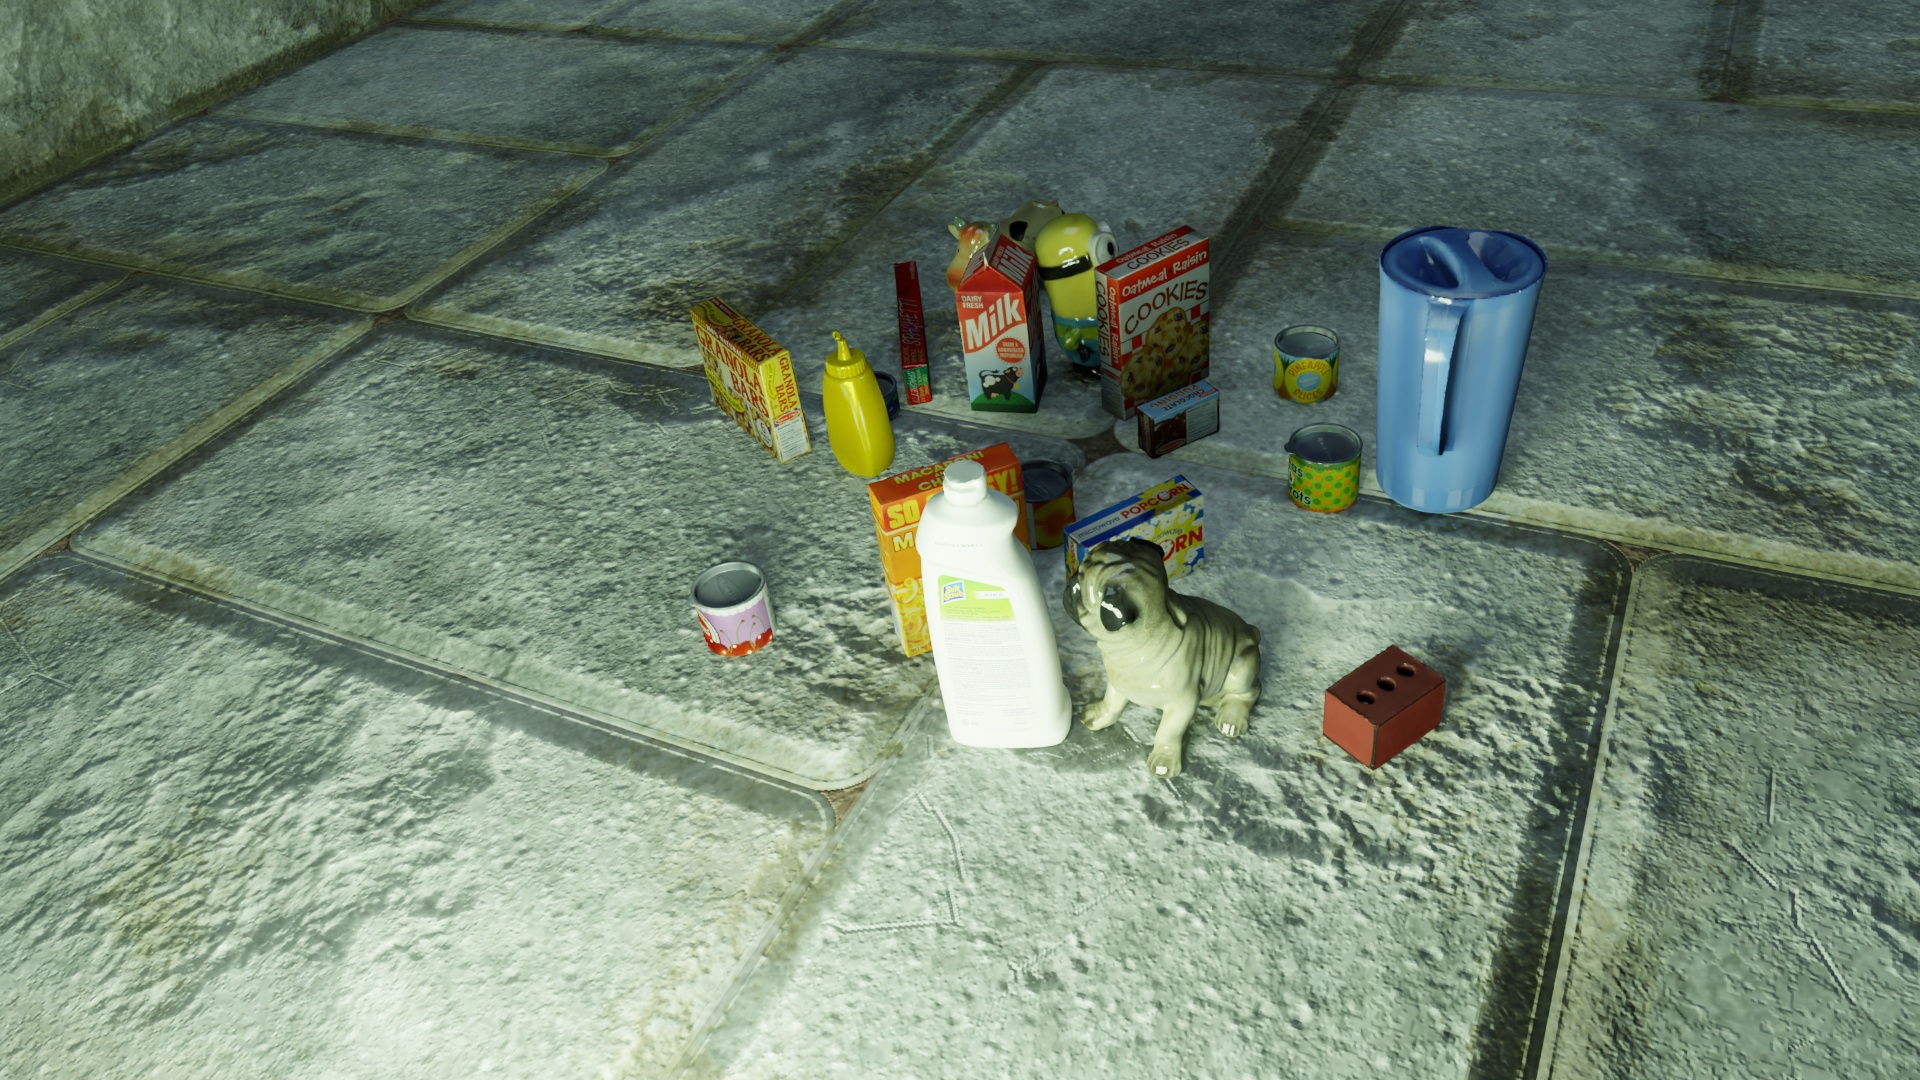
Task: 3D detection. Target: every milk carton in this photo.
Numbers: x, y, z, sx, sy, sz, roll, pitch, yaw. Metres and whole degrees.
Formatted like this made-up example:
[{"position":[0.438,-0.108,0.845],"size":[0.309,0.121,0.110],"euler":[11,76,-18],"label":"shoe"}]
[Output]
[{"position":[0.043,-0.230,1.445],"size":[0.073,0.189,0.073],"euler":[3,39,14],"label":"milk carton"}]

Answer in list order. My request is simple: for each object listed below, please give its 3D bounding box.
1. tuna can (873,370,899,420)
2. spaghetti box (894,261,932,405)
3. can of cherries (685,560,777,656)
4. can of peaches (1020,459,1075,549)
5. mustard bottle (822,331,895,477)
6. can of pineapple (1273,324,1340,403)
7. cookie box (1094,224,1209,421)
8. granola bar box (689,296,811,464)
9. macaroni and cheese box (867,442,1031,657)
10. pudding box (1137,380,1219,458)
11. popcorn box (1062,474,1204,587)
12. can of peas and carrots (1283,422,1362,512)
[{"position":[-0.100,-0.151,1.497],"size":[0.071,0.032,0.071],"euler":[-5,38,4],"label":"tuna can"},{"position":[-0.056,-0.241,1.590],"size":[0.029,0.050,0.251],"euler":[-8,38,1],"label":"spaghetti box"},{"position":[-0.202,0.061,1.226],"size":[0.071,0.058,0.072],"euler":[-5,38,4],"label":"can of cherries"},{"position":[0.076,-0.034,1.298],"size":[0.071,0.057,0.071],"euler":[-5,38,4],"label":"can of peaches"},{"position":[-0.105,-0.140,1.381],"size":[0.065,0.159,0.049],"euler":[23,47,33],"label":"mustard bottle"},{"position":[0.357,-0.181,1.434],"size":[0.071,0.057,0.071],"euler":[-5,38,4],"label":"can of pineapple"},{"position":[0.198,-0.223,1.427],"size":[0.123,0.166,0.040],"euler":[-29,42,-24],"label":"cookie box"},{"position":[-0.223,-0.172,1.472],"size":[0.039,0.123,0.166],"euler":[-27,42,-23],"label":"granola bar box"},{"position":[-0.005,0.009,1.170],"size":[0.124,0.165,0.040],"euler":[-18,39,-12],"label":"macaroni and cheese box"},{"position":[0.219,-0.122,1.390],"size":[0.084,0.049,0.030],"euler":[-24,40,-19],"label":"pudding box"},{"position":[0.152,0.006,1.210],"size":[0.127,0.084,0.038],"euler":[-24,41,-19],"label":"popcorn box"},{"position":[0.336,-0.067,1.292],"size":[0.071,0.058,0.071],"euler":[-5,38,4],"label":"can of peas and carrots"}]
